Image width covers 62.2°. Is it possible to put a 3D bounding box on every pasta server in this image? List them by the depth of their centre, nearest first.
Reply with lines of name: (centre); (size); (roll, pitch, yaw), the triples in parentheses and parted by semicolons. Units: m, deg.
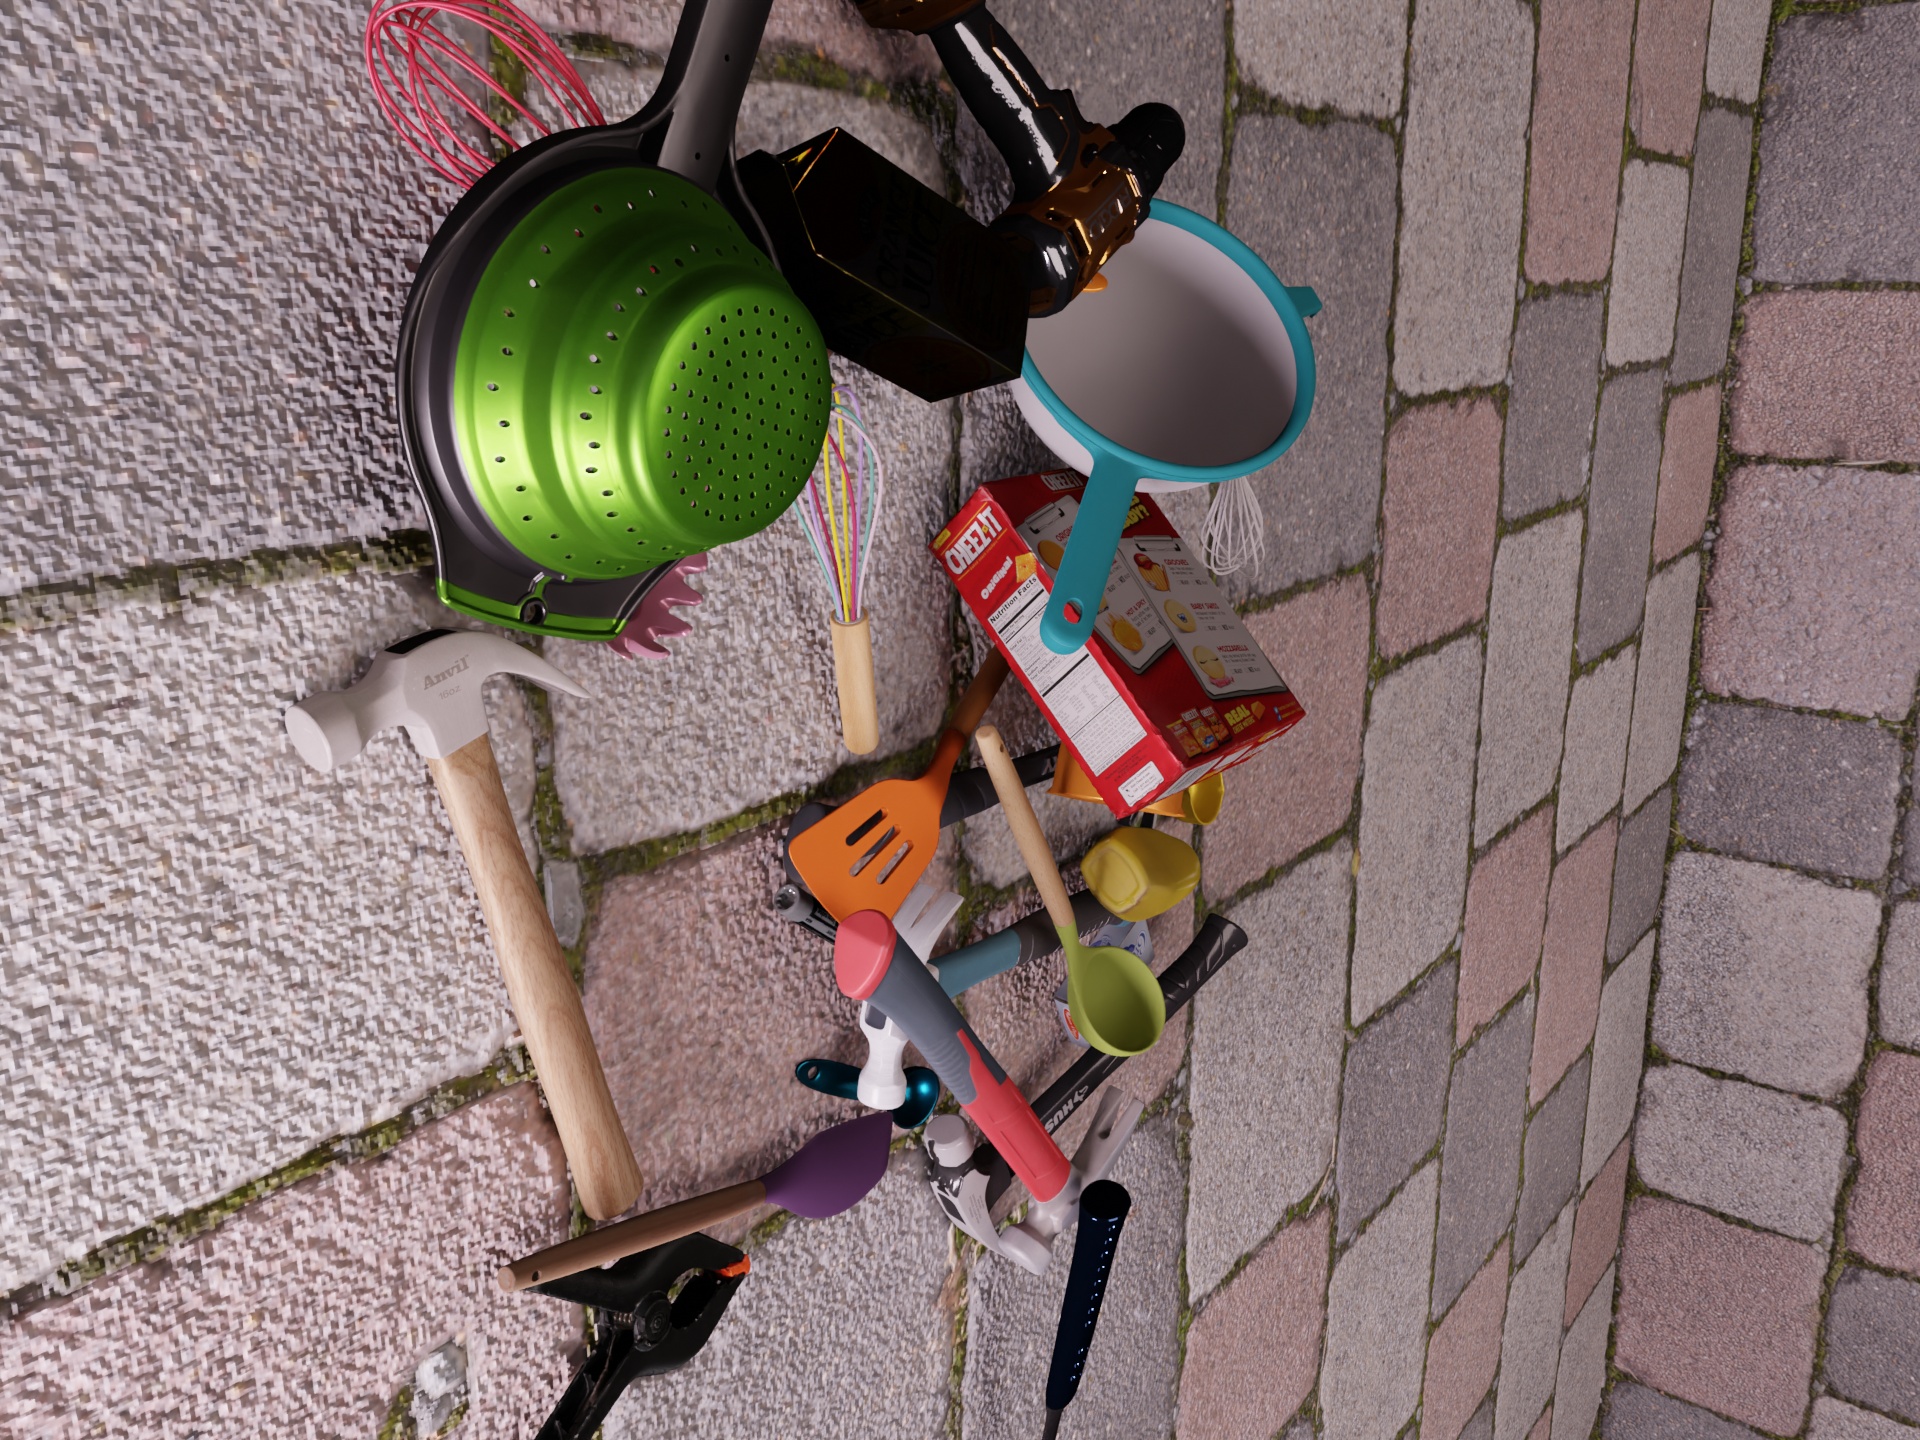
pasta server: (-0.102, -0.155, 0.830); (0.060, 0.040, 0.316); (51, 57, -33)

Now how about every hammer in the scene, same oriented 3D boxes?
hammer: (-0.207, 0.108, 0.766); (0.130, 0.031, 0.331); (-38, 128, -41)
hammer: (0.022, 0.218, 1.004); (0.143, 0.038, 0.385); (-53, 141, -21)
hammer: (0.031, 0.043, 1.067); (0.409, 0.036, 0.149); (-16, 113, -50)
hammer: (0.039, 0.154, 1.090); (0.331, 0.033, 0.128); (-13, 112, -56)
hammer: (0.073, 0.506, 1.180); (0.144, 0.035, 0.405); (-24, 131, -50)
hammer: (0.107, 0.256, 1.188); (0.335, 0.035, 0.146); (-37, 129, -31)

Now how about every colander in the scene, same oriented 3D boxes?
colander: (-0.096, -0.214, 0.659); (0.204, 0.095, 0.397); (11, 99, -56)

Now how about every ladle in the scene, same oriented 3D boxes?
ladle: (0.072, 0.115, 1.042); (0.319, 0.062, 0.078); (67, 34, -42)

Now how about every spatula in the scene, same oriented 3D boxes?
spatula: (-0.131, 0.272, 0.889); (0.315, 0.018, 0.060); (3, 95, -57)
spatula: (-0.002, -0.003, 0.986); (0.081, 0.041, 0.323); (53, 43, -22)

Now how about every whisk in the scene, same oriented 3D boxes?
whisk: (-0.146, -0.220, 0.720); (0.295, 0.073, 0.073); (36, 70, -50)
whisk: (-0.064, -0.072, 0.866); (0.051, 0.047, 0.244); (-18, 135, -17)
whisk: (0.201, -0.181, 1.170); (0.058, 0.059, 0.246); (-32, 151, -8)

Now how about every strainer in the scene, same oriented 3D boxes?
strainer: (0.093, -0.169, 0.983); (0.211, 0.095, 0.341); (23, 62, -8)

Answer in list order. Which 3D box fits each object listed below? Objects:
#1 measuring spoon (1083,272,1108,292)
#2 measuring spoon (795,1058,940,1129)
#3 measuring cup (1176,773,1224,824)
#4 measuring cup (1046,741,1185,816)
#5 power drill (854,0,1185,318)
measuring spoon: (0.035, -0.274, 0.948); (0.117, 0.011, 0.021); (7, 64, -18)
measuring spoon: (-0.063, 0.230, 1.011); (0.128, 0.021, 0.042); (27, 83, -44)
measuring cup: (0.186, 0.006, 1.282); (0.062, 0.029, 0.156); (5, 84, -54)
measuring cup: (0.120, 0.035, 1.101); (0.173, 0.095, 0.052); (16, 83, -72)
power drill: (0.045, -0.371, 0.904); (0.185, 0.084, 0.226); (-51, 125, -32)
